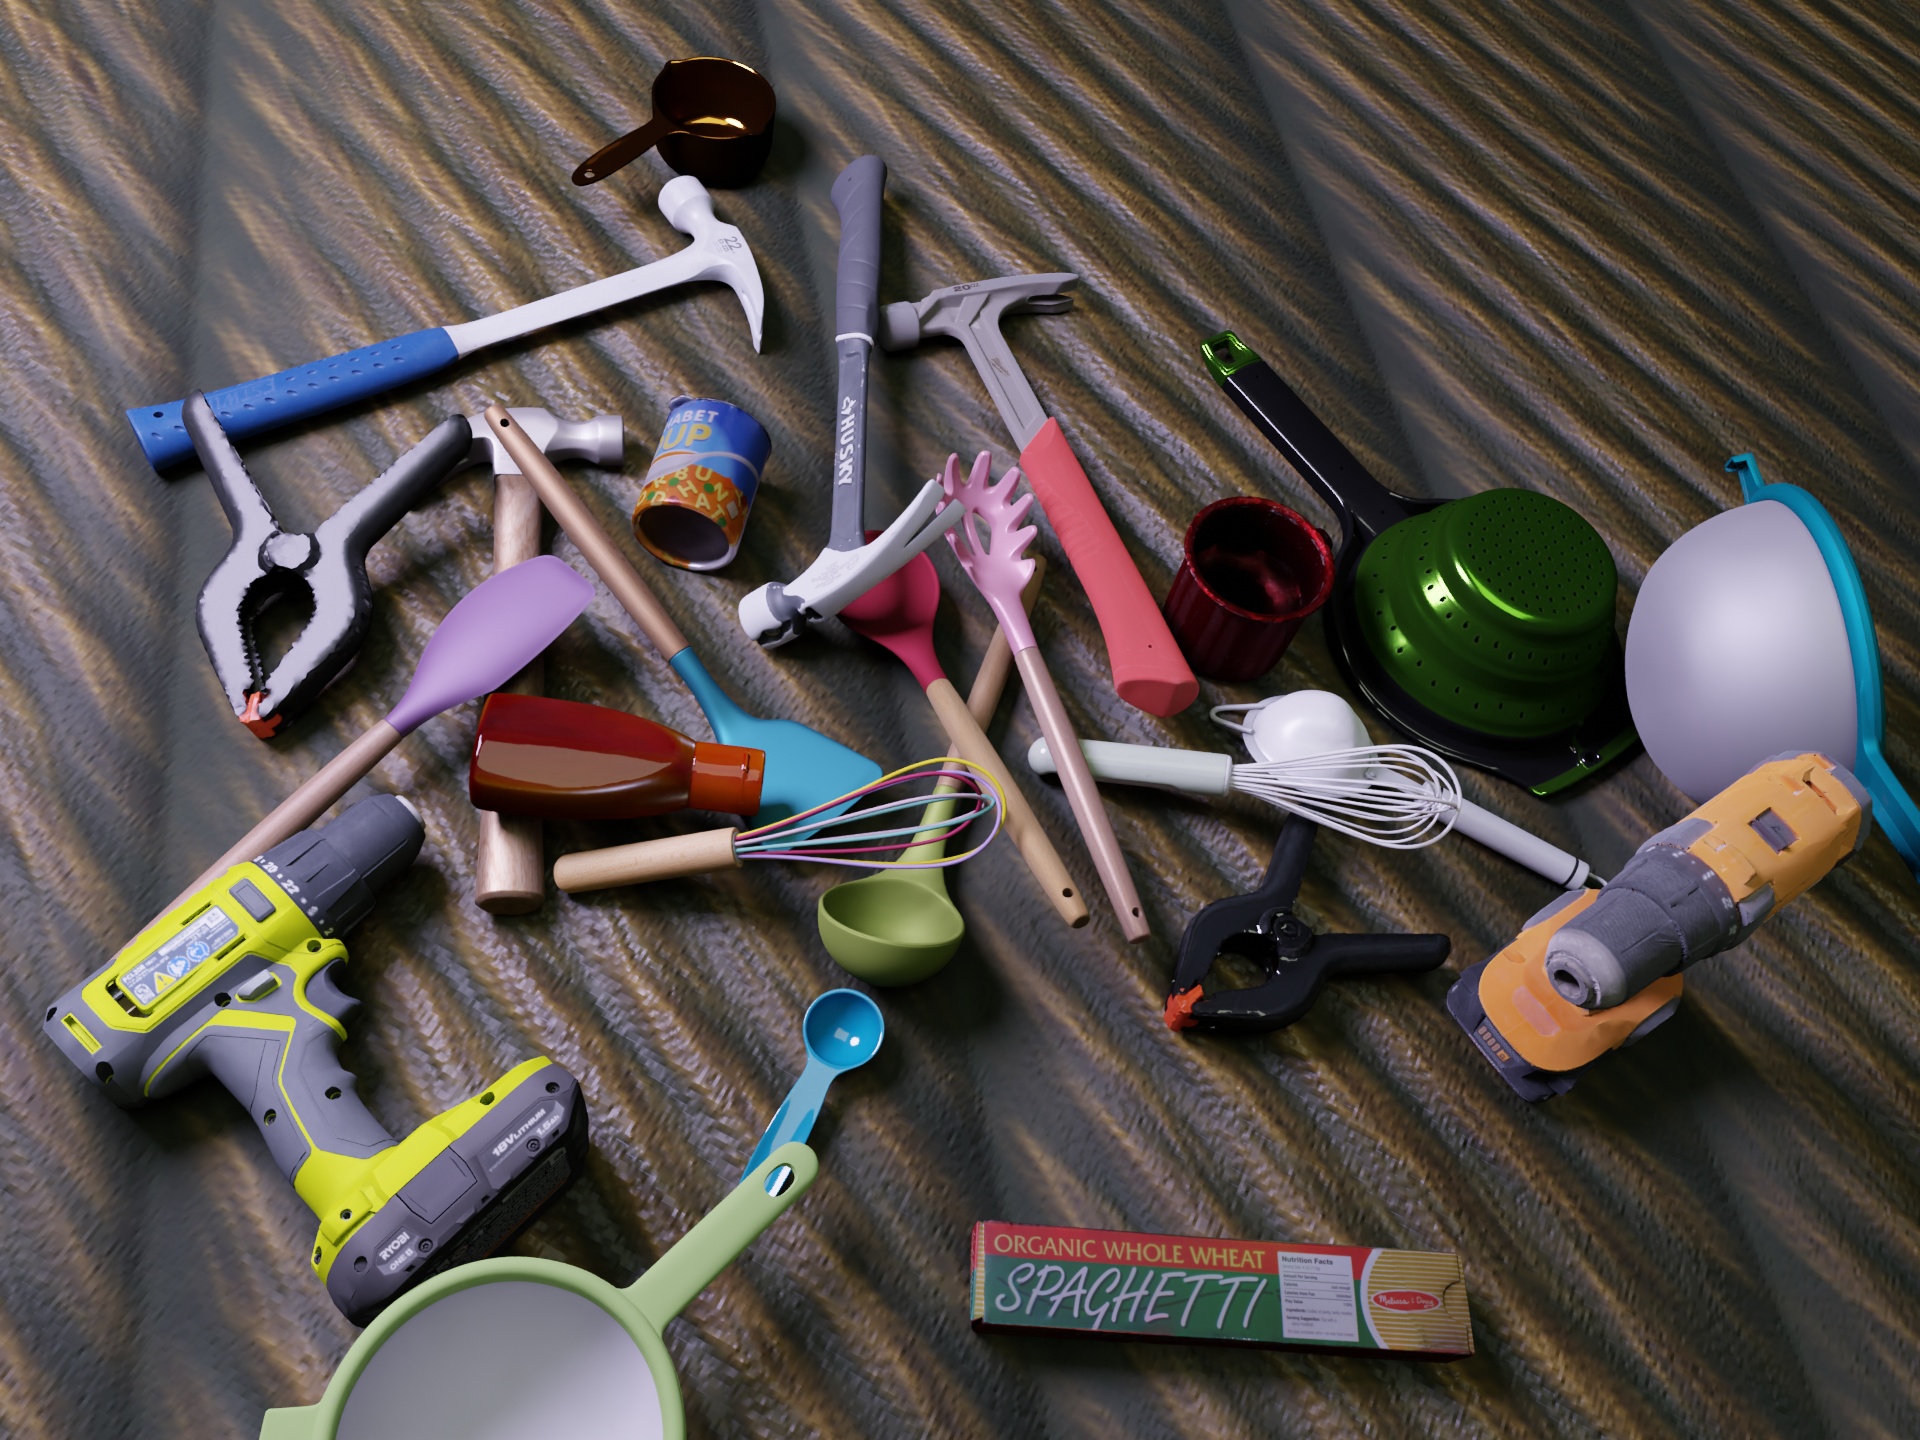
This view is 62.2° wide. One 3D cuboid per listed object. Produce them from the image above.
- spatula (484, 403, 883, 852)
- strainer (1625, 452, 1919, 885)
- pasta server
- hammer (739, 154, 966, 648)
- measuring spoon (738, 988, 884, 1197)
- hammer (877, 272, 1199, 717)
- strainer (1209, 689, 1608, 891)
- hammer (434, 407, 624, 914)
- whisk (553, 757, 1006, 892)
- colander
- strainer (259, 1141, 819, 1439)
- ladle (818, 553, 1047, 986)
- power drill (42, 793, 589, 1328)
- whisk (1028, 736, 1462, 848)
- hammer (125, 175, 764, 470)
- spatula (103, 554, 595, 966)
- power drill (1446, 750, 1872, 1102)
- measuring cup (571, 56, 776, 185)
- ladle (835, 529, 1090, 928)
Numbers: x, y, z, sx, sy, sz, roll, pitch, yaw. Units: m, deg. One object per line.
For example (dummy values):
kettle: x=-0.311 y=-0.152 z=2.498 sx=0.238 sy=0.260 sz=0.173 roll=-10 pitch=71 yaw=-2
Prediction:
spatula: x=-0.173 y=-0.062 z=0.908 sx=0.082 sy=0.044 sz=0.317 roll=-37 pitch=84 yaw=-22
strainer: x=0.435 y=0.009 z=0.864 sx=0.095 sy=0.210 sz=0.341 roll=-7 pitch=32 yaw=10
pasta server: x=0.049 y=-0.020 z=0.913 sx=0.060 sy=0.040 sz=0.316 roll=-8 pitch=62 yaw=-23
hammer: x=-0.065 y=-0.234 z=1.024 sx=0.036 sy=0.149 sz=0.409 roll=37 pitch=39 yaw=-39
measuring spoon: x=-0.080 y=0.197 z=0.809 sx=0.042 sy=0.021 sz=0.129 roll=27 pitch=67 yaw=5
hammer: x=0.072 y=-0.155 z=1.020 sx=0.149 sy=0.036 sz=0.359 roll=-14 pitch=58 yaw=-17
strainer: x=0.274 y=0.040 z=0.953 sx=0.258 sy=0.050 sz=0.087 roll=28 pitch=44 yaw=3
hammer: x=-0.257 y=-0.046 z=0.910 sx=0.130 sy=0.031 sz=0.332 roll=-1 pitch=60 yaw=-11
whisk: x=-0.096 y=0.059 z=0.830 sx=0.245 sy=0.047 sz=0.051 roll=-10 pitch=26 yaw=9
colander: x=0.296 y=-0.139 z=1.030 sx=0.204 sy=0.094 sz=0.397 roll=-27 pitch=68 yaw=-24
strainer: x=-0.162 y=0.285 z=0.708 sx=0.151 sy=0.069 sz=0.256 roll=45 pitch=56 yaw=9
ladle: x=0.001 y=0.013 z=0.909 sx=0.078 sy=0.062 sz=0.320 roll=15 pitch=55 yaw=10
power drill: x=-0.286 y=0.153 z=0.760 sx=0.229 sy=0.080 sz=0.190 roll=39 pitch=61 yaw=16
whisk: x=0.160 y=0.034 z=0.912 sx=0.246 sy=0.058 sz=0.059 roll=6 pitch=93 yaw=9
hammer: x=-0.313 y=-0.241 z=1.015 sx=0.405 sy=0.035 sz=0.144 roll=-26 pitch=67 yaw=-23
spatula: x=-0.322 y=0.021 z=0.842 sx=0.060 sy=0.018 sz=0.316 roll=36 pitch=68 yaw=18
power drill: x=0.331 y=0.118 z=0.803 sx=0.185 sy=0.226 sz=0.084 roll=-27 pitch=68 yaw=-24
measuring cup: x=-0.205 y=-0.402 z=1.124 sx=0.095 sy=0.052 sz=0.173 roll=40 pitch=63 yaw=14
ladle: x=-0.001 y=-0.003 z=0.886 sx=0.069 sy=0.031 sz=0.316 roll=-22 pitch=48 yaw=-11
